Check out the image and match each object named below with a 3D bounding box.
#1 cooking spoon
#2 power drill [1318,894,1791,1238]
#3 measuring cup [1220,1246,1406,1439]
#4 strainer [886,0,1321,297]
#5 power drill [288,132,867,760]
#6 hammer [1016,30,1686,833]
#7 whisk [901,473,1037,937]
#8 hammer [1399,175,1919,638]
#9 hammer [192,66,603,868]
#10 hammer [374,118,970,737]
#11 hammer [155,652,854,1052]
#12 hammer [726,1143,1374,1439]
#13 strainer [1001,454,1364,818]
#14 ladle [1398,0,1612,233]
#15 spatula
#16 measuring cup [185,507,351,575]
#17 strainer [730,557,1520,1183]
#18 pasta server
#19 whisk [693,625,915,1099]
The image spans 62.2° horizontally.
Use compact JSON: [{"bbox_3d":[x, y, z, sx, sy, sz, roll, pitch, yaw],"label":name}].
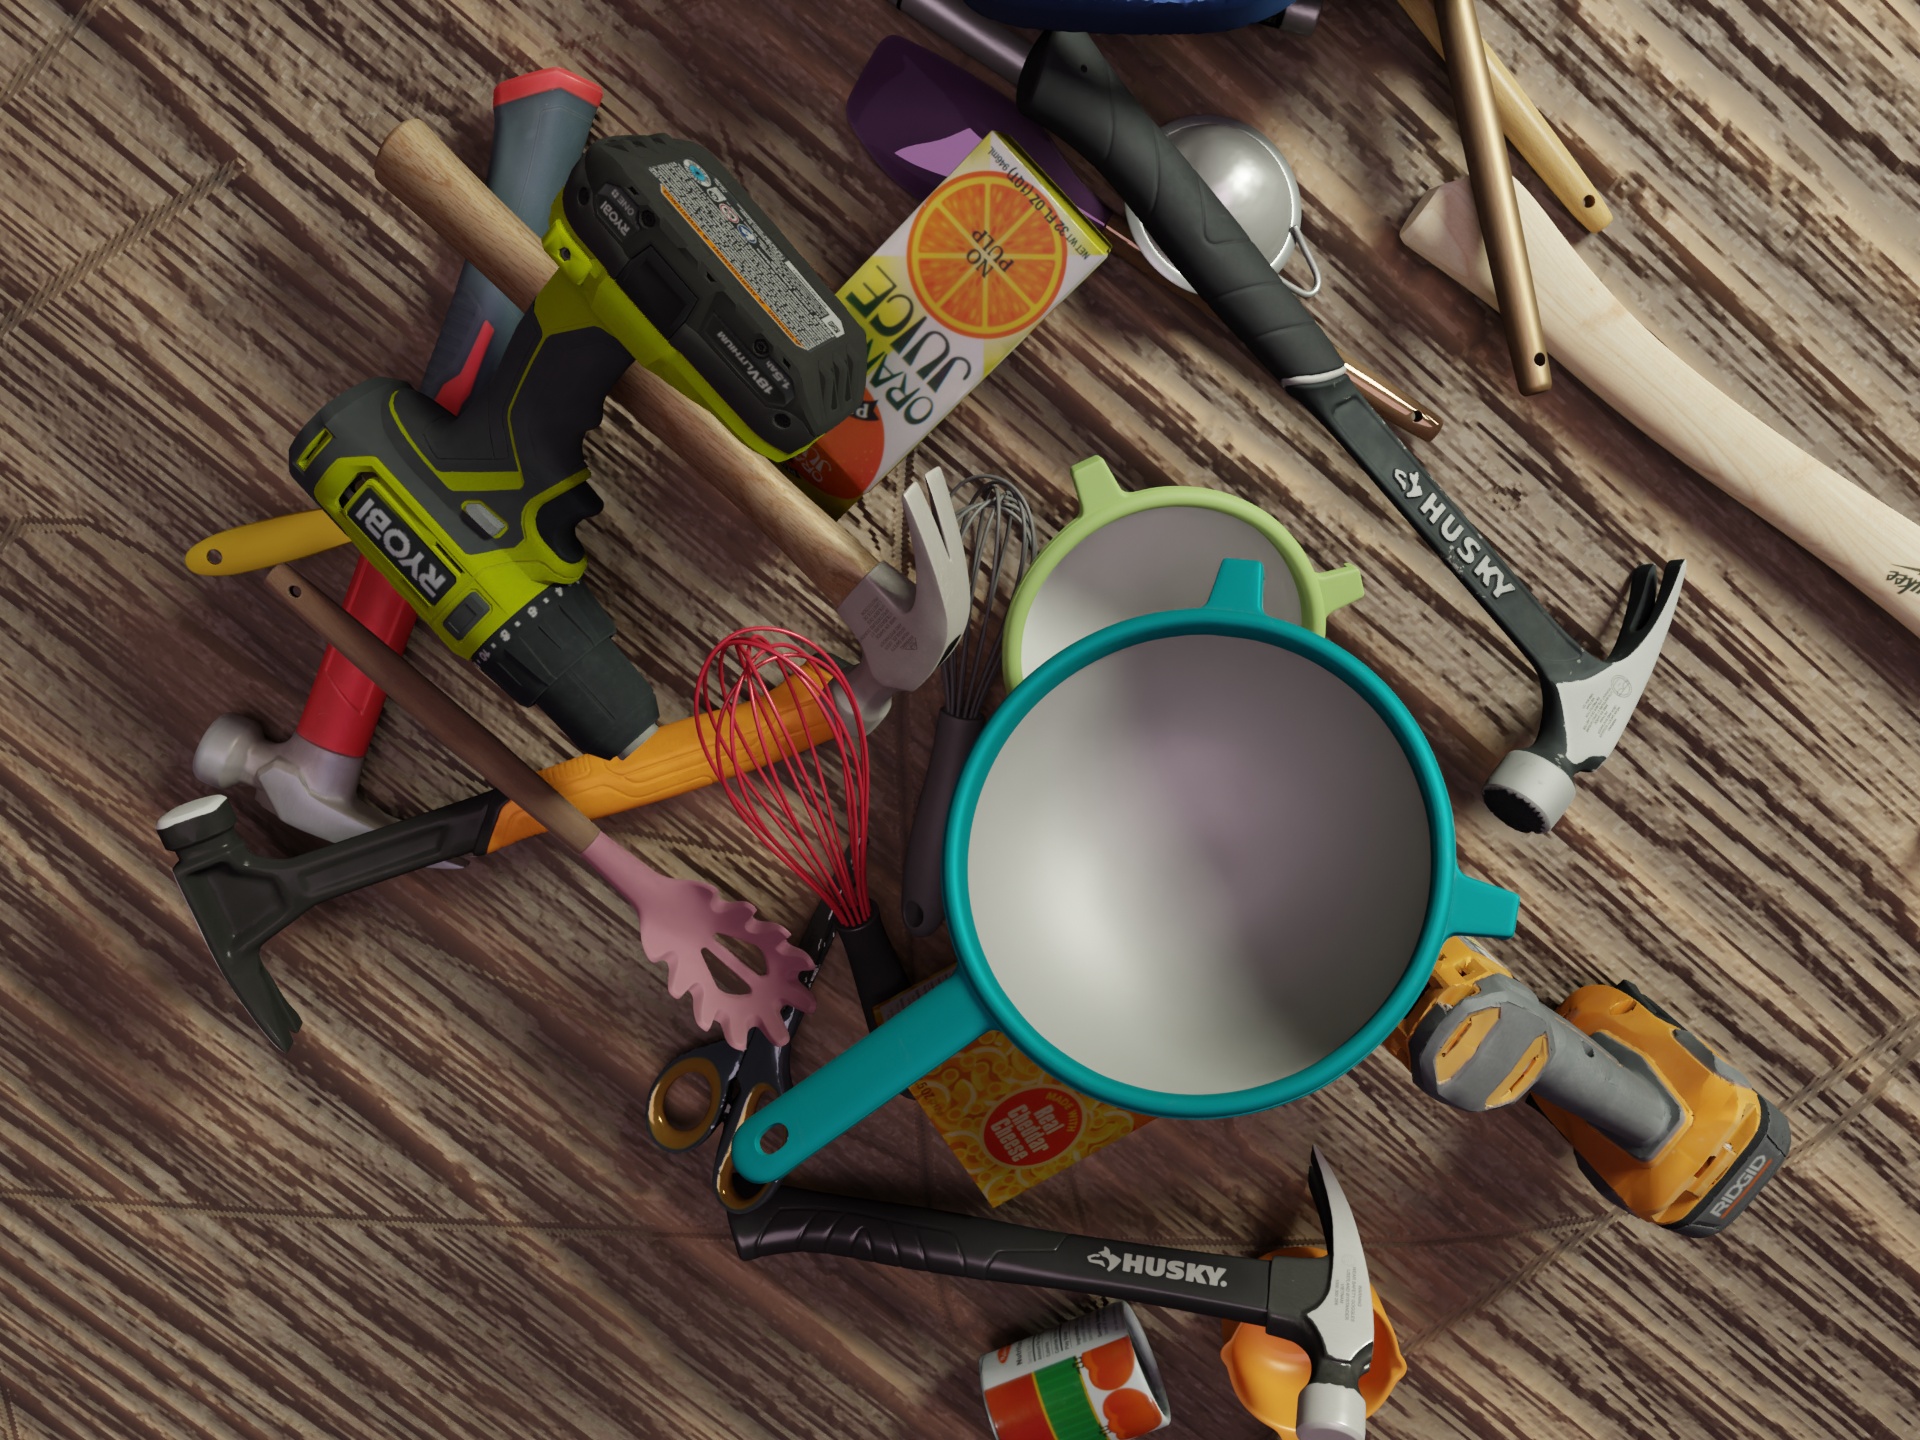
[{"bbox_3d":[0.218,-0.299,0.693,0.068,0.017,0.319,-14,94,-14],"label":"cooking spoon"},{"bbox_3d":[0.257,0.138,0.755,0.226,0.185,0.084,29,102,-24],"label":"power drill"},{"bbox_3d":[0.178,0.363,0.848,0.095,0.052,0.173,4,104,1],"label":"measuring cup"},{"bbox_3d":[0.062,-0.274,0.718,0.258,0.050,0.087,33,79,-1],"label":"strainer"},{"bbox_3d":[-0.148,-0.103,0.654,0.228,0.080,0.190,-38,98,29],"label":"power drill"},{"bbox_3d":[0.172,-0.140,0.698,0.408,0.036,0.149,46,74,-14],"label":"hammer"},{"bbox_3d":[-0.003,-0.003,0.779,0.055,0.055,0.239,10,107,0],"label":"whisk"},{"bbox_3d":[0.371,-0.110,0.747,0.410,0.038,0.146,35,102,-5],"label":"hammer"},{"bbox_3d":[-0.239,-0.116,0.765,0.143,0.038,0.386,24,102,-4],"label":"hammer"},{"bbox_3d":[-0.127,-0.140,0.704,0.331,0.031,0.130,44,132,-3],"label":"hammer"},{"bbox_3d":[-0.201,0.048,0.773,0.337,0.034,0.127,-19,106,-4],"label":"hammer"},{"bbox_3d":[0.038,0.268,0.811,0.335,0.146,0.035,5,133,12],"label":"hammer"},{"bbox_3d":[0.068,-0.001,0.768,0.151,0.069,0.256,20,111,-16],"label":"strainer"},{"bbox_3d":[0.190,-0.340,0.709,0.069,0.031,0.315,-42,99,11],"label":"ladle"},{"bbox_3d":[0.088,-0.215,0.742,0.316,0.018,0.060,30,100,-3],"label":"spatula"},{"bbox_3d":[-0.287,-0.090,0.734,0.156,0.029,0.062,-14,103,0],"label":"measuring cup"},{"bbox_3d":[0.053,0.102,0.694,0.340,0.095,0.211,-36,67,7],"label":"strainer"},{"bbox_3d":[-0.192,0.040,0.736,0.316,0.040,0.060,44,81,-14],"label":"pasta server"},{"bbox_3d":[-0.056,0.078,0.755,0.073,0.073,0.295,-14,124,5],"label":"whisk"}]
